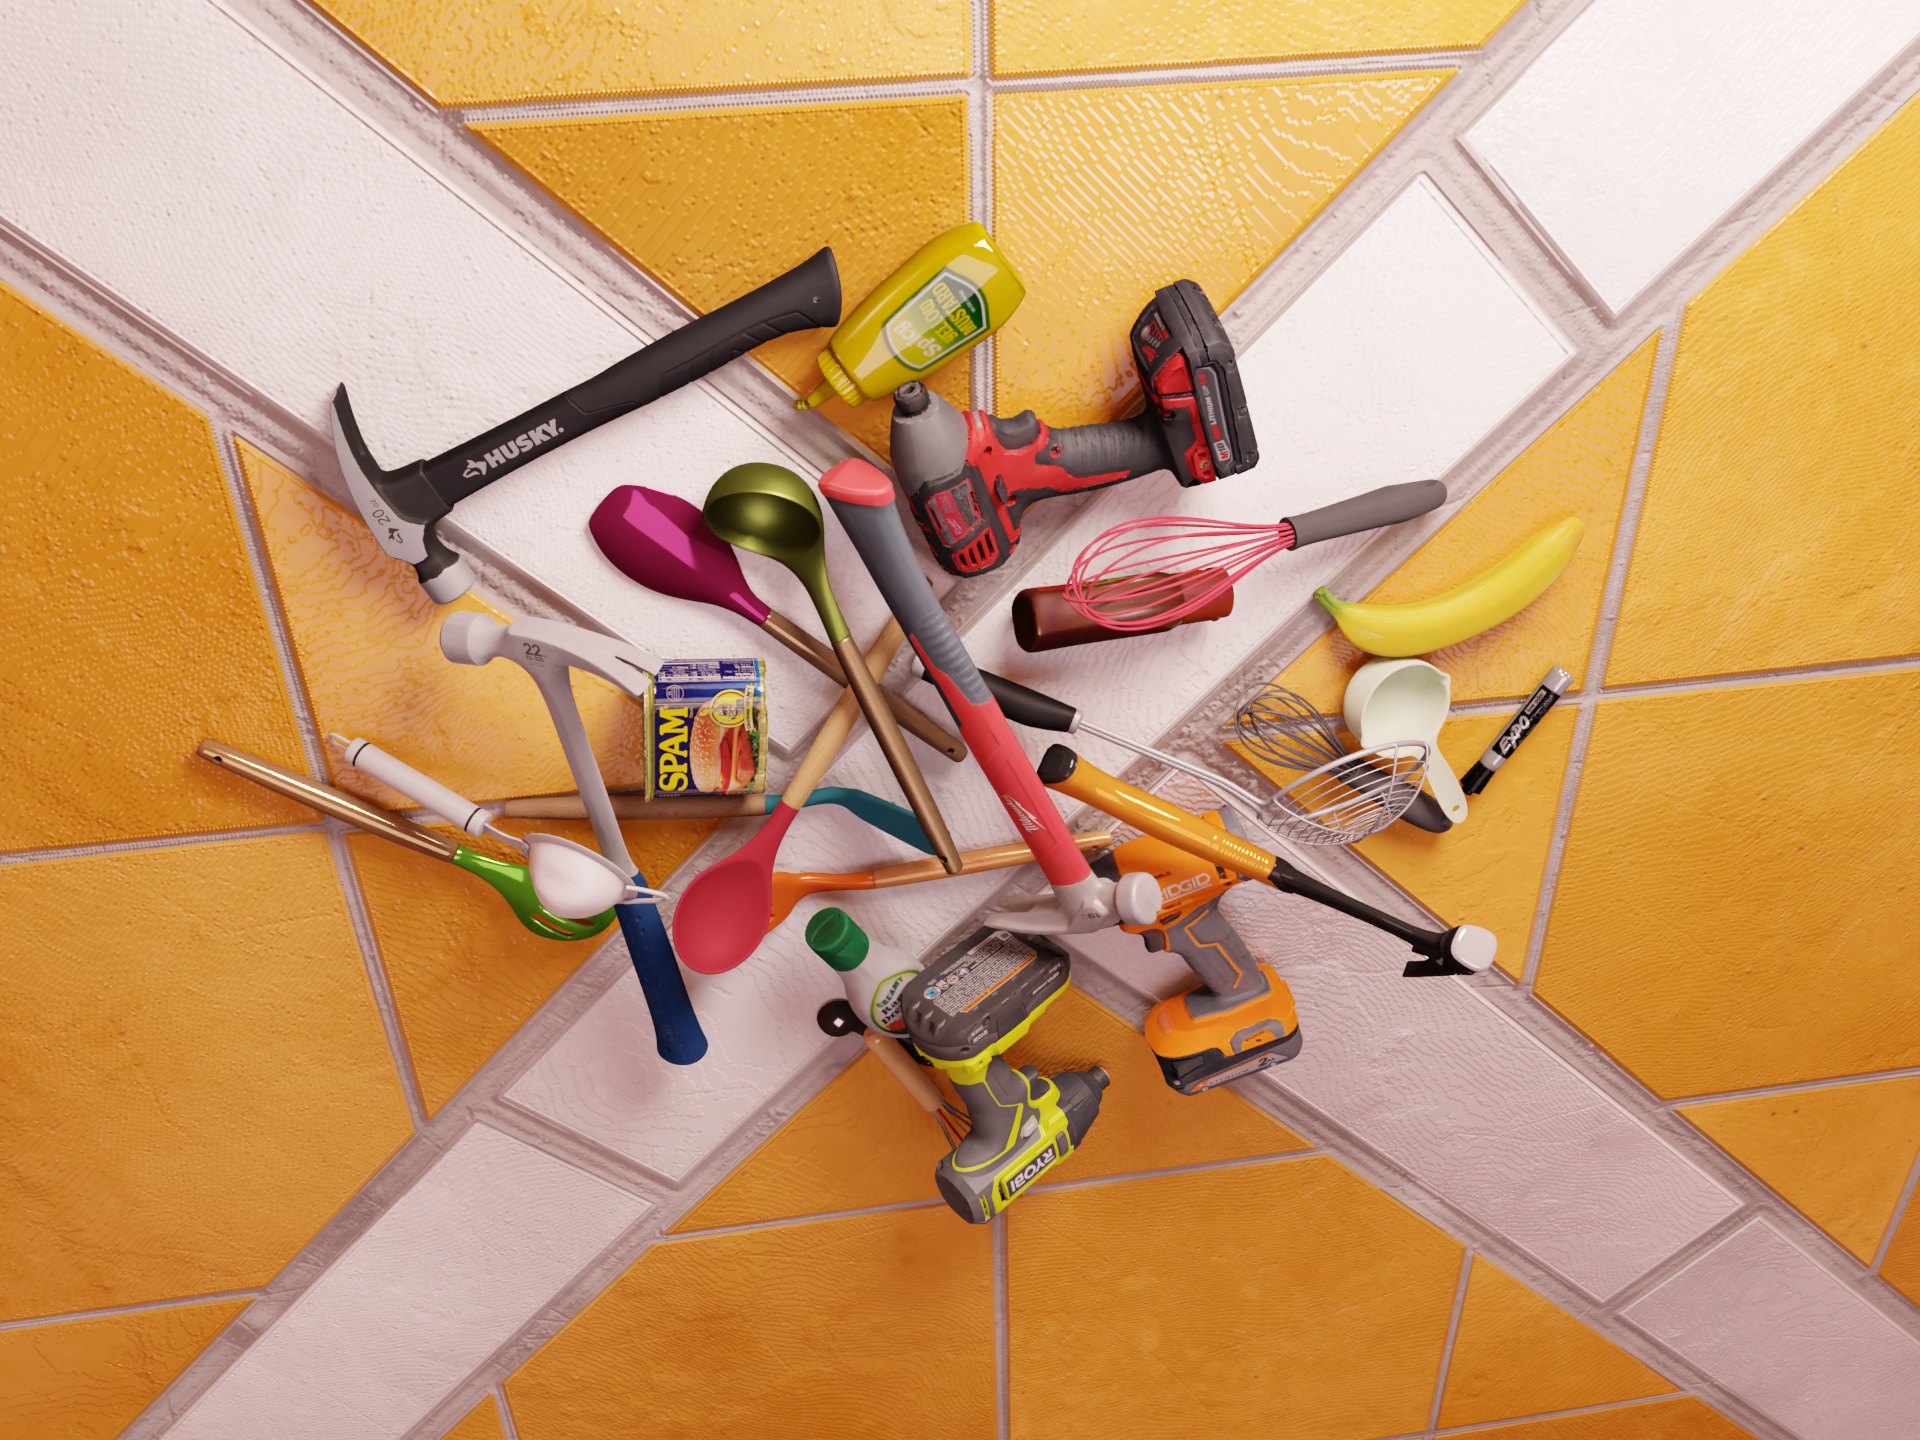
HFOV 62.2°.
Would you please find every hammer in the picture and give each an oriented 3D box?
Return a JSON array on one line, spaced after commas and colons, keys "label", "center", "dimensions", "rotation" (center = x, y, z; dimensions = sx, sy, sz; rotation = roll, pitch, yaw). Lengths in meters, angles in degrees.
[{"label": "hammer", "center": [-0.223, -0.202, 0.974], "dimensions": [0.335, 0.035, 0.146], "rotation": [-26, 123, 6]}, {"label": "hammer", "center": [-0.002, -0.003, 1.088], "dimensions": [0.143, 0.038, 0.386], "rotation": [-9, 122, 38]}, {"label": "hammer", "center": [-0.235, 0.099, 1.110], "dimensions": [0.144, 0.035, 0.405], "rotation": [7, 131, 20]}, {"label": "hammer", "center": [0.209, 0.102, 1.145], "dimensions": [0.337, 0.127, 0.034], "rotation": [25, 78, -1]}]

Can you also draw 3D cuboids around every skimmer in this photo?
[{"label": "skimmer", "center": [0.147, 0.000, 1.119], "dimensions": [0.363, 0.090, 0.127], "rotation": [22, 155, 3]}]

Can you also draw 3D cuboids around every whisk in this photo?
[{"label": "whisk", "center": [0.296, 0.034, 1.208], "dimensions": [0.238, 0.055, 0.055], "rotation": [27, 114, -29]}, {"label": "whisk", "center": [0.201, -0.120, 1.059], "dimensions": [0.296, 0.073, 0.073], "rotation": [-17, 124, -18]}, {"label": "whisk", "center": [-0.008, 0.331, 1.333], "dimensions": [0.051, 0.047, 0.244], "rotation": [-34, 123, 3]}]

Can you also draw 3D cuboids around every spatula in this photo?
[{"label": "spatula", "center": [-0.041, 0.124, 1.205], "dimensions": [0.322, 0.041, 0.081], "rotation": [-10, 138, -5]}, {"label": "spatula", "center": [-0.167, 0.071, 1.147], "dimensions": [0.317, 0.044, 0.082], "rotation": [0, 162, -6]}]

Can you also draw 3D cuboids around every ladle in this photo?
[{"label": "ladle", "center": [-0.105, 0.036, 1.101], "dimensions": [0.069, 0.031, 0.315], "rotation": [29, 96, -27]}, {"label": "ladle", "center": [-0.074, -0.026, 1.055], "dimensions": [0.078, 0.062, 0.320], "rotation": [-12, 113, 35]}]

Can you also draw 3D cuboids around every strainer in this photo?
[{"label": "strainer", "center": [-0.321, 0.076, 1.080], "dimensions": [0.258, 0.050, 0.086], "rotation": [29, 150, 4]}]

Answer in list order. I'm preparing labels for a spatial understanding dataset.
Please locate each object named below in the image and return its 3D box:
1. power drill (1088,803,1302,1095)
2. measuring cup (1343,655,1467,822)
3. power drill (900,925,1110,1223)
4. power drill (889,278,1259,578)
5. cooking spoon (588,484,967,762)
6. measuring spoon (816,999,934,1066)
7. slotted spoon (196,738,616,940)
[{"label": "power drill", "center": [0.171, 0.186, 1.260], "dimensions": [0.164, 0.084, 0.226], "rotation": [-21, 118, 4]}, {"label": "measuring cup", "center": [0.342, 0.016, 1.202], "dimensions": [0.083, 0.038, 0.167], "rotation": [-38, 123, -2]}, {"label": "power drill", "center": [0.042, 0.277, 1.275], "dimensions": [0.171, 0.080, 0.223], "rotation": [-33, 129, -27]}, {"label": "power drill", "center": [0.065, -0.184, 1.001], "dimensions": [0.219, 0.079, 0.143], "rotation": [-20, 136, 7]}, {"label": "cooking spoon", "center": [-0.114, -0.057, 1.092], "dimensions": [0.318, 0.017, 0.068], "rotation": [35, 111, -26]}, {"label": "measuring spoon", "center": [-0.063, 0.263, 1.301], "dimensions": [0.124, 0.018, 0.034], "rotation": [29, 113, -25]}, {"label": "slotted spoon", "center": [-0.386, 0.086, 1.131], "dimensions": [0.313, 0.031, 0.070], "rotation": [28, 110, -23]}]
